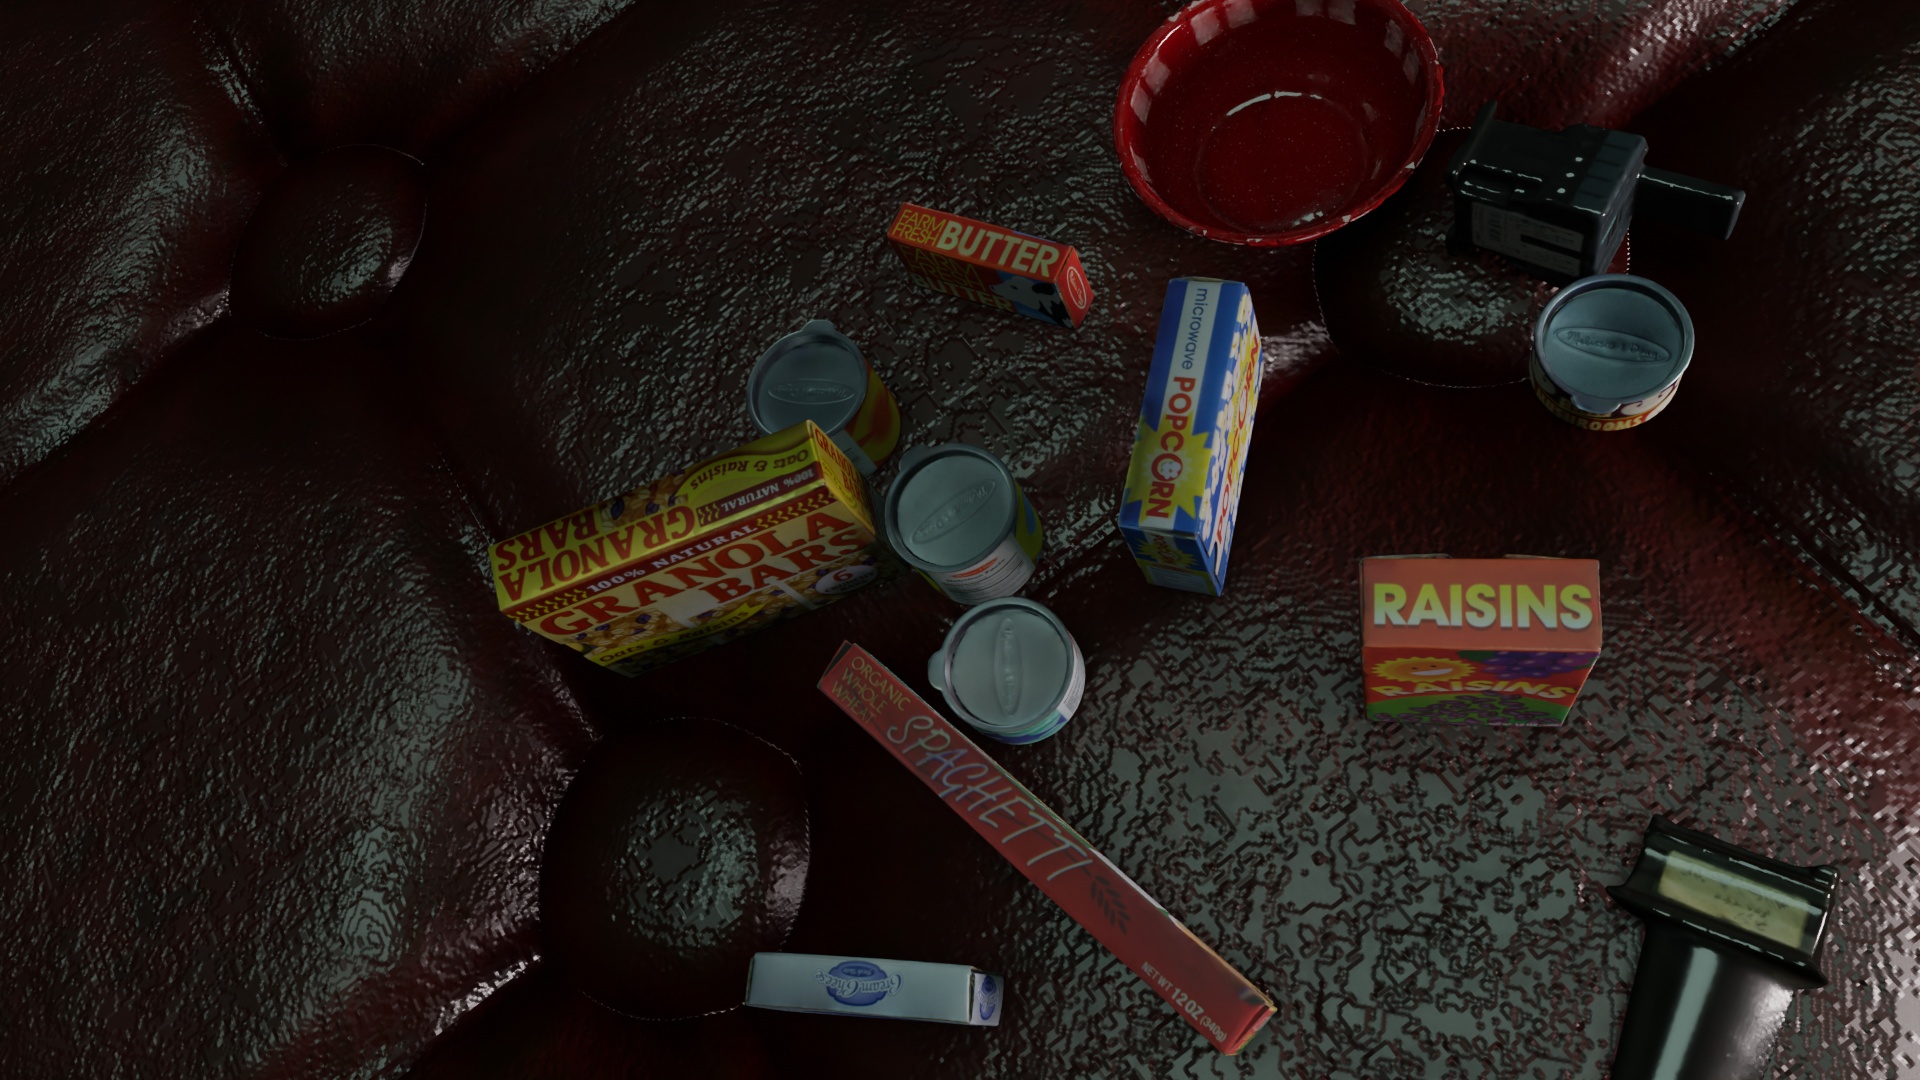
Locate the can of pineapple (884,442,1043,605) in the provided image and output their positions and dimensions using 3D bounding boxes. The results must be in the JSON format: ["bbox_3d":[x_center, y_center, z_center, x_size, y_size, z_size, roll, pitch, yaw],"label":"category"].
[{"bbox_3d":[0.002,-0.009,0.684,0.071,0.057,0.071,-6,69,15],"label":"can of pineapple"}]

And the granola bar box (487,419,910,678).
[{"bbox_3d":[-0.121,0.010,0.677,0.165,0.124,0.039,-21,66,9],"label":"granola bar box"}]

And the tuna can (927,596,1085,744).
[{"bbox_3d":[0.023,0.063,0.664,0.071,0.032,0.071,-6,69,15],"label":"tuna can"}]

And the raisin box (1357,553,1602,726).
[{"bbox_3d":[0.207,0.043,0.566,0.086,0.123,0.040,0,71,17],"label":"raisin box"}]

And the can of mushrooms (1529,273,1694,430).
[{"bbox_3d":[0.296,-0.084,0.637,0.071,0.033,0.071,-6,69,15],"label":"can of mushrooms"}]

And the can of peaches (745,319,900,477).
[{"bbox_3d":[-0.070,-0.071,0.729,0.071,0.058,0.071,-6,69,15],"label":"can of peaches"}]

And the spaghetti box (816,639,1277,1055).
[{"bbox_3d":[0.033,0.133,0.625,0.250,0.050,0.029,38,85,25],"label":"spaghetti box"}]

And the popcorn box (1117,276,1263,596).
[{"bbox_3d":[0.111,-0.048,0.651,0.038,0.085,0.127,8,73,19],"label":"popcorn box"}]

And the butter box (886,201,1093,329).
[{"bbox_3d":[0.015,-0.145,0.734,0.103,0.053,0.024,20,77,23],"label":"butter box"}]

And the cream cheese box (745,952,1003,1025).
[{"bbox_3d":[-0.037,0.200,0.618,0.104,0.053,0.024,-1,70,16],"label":"cream cheese box"}]
